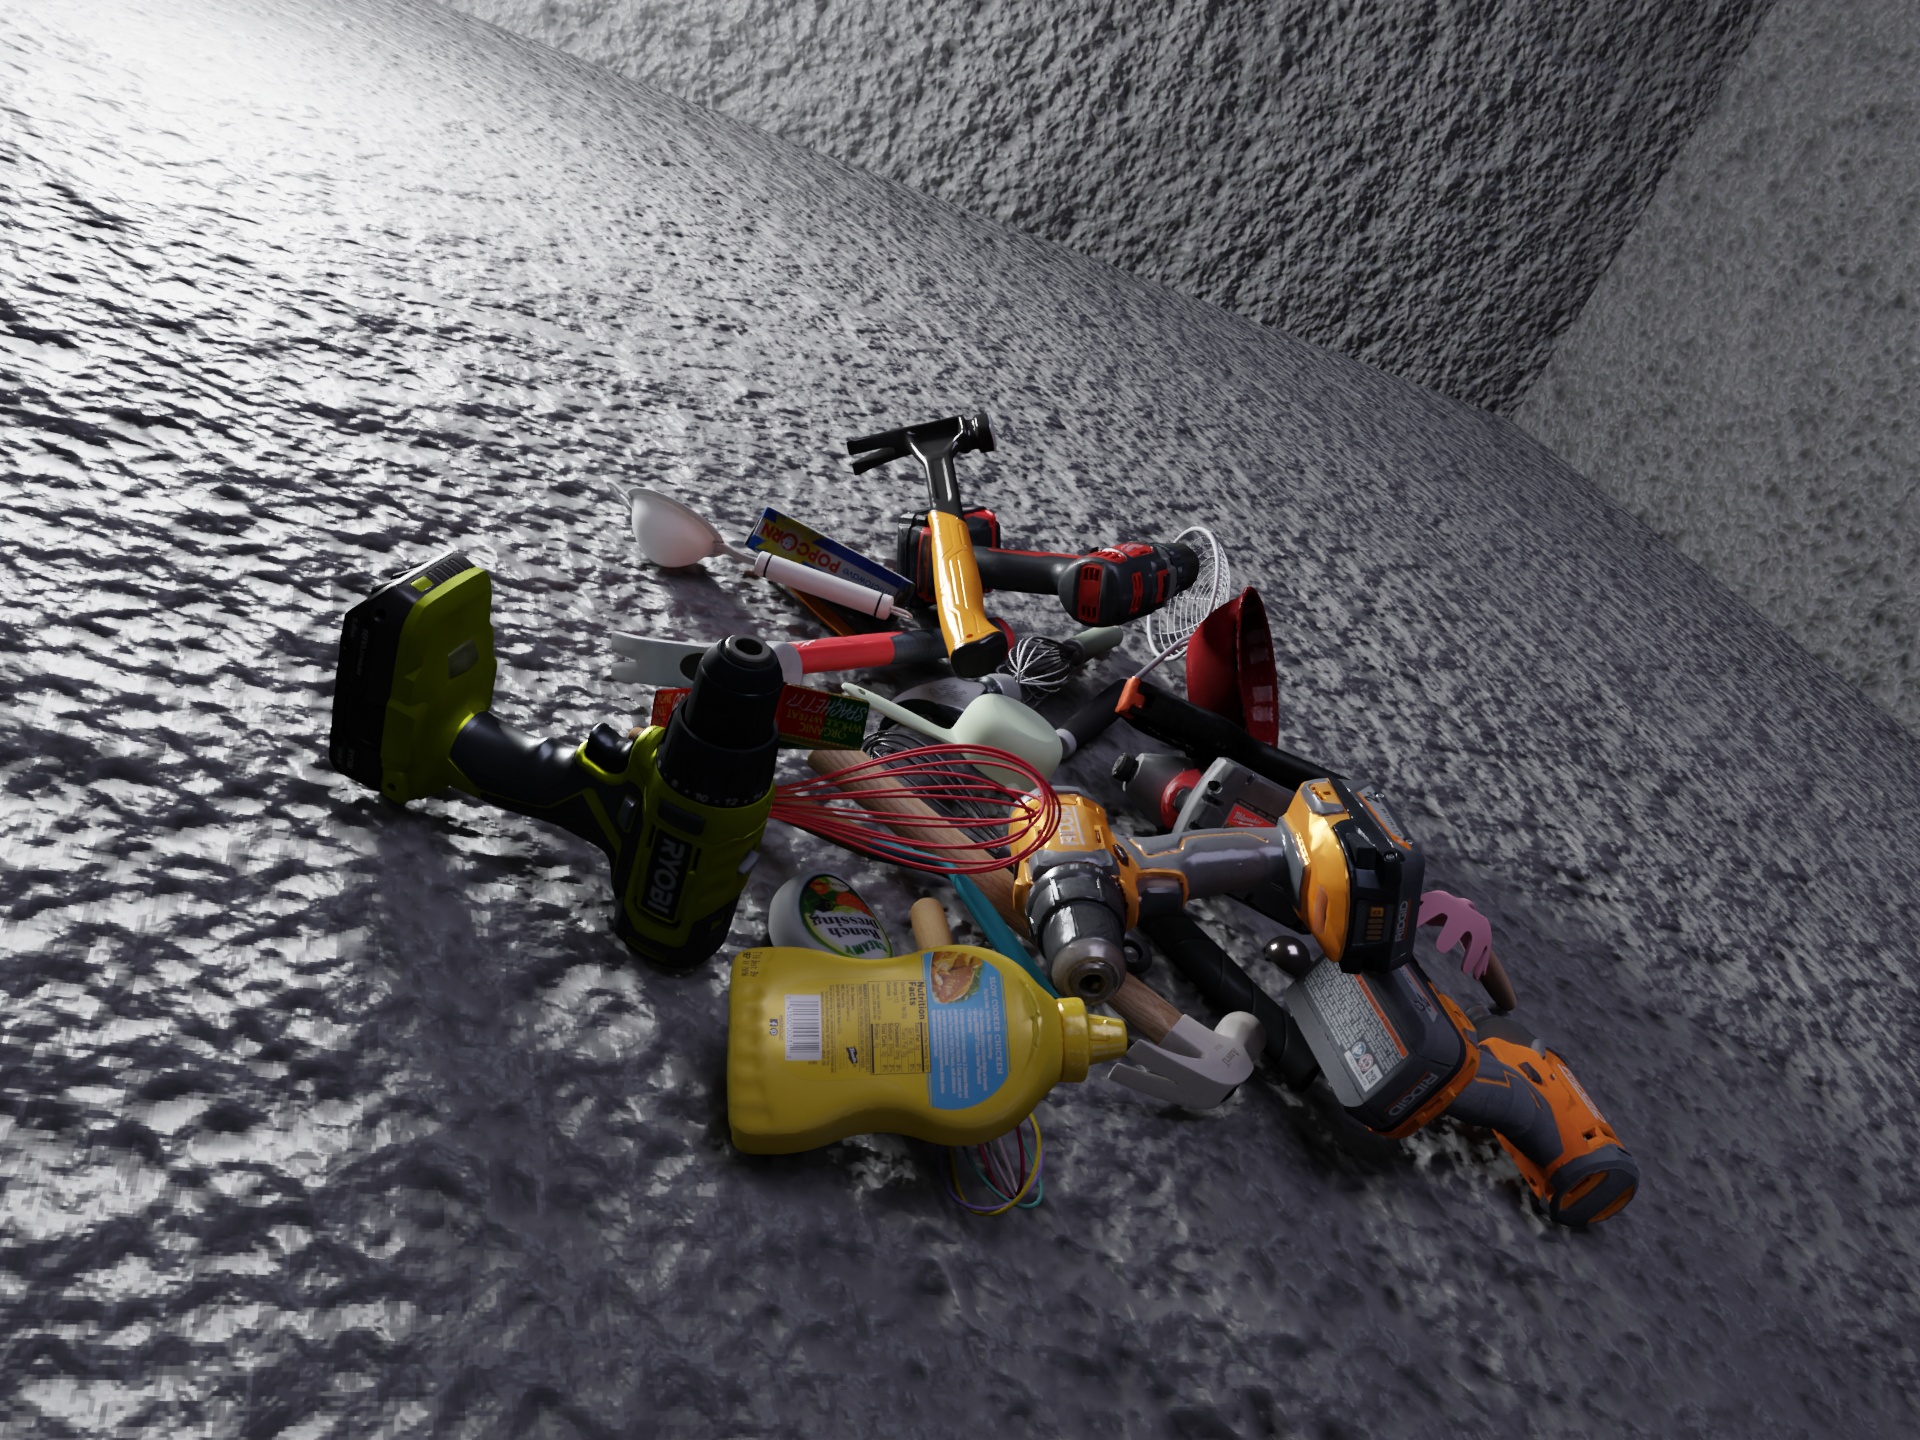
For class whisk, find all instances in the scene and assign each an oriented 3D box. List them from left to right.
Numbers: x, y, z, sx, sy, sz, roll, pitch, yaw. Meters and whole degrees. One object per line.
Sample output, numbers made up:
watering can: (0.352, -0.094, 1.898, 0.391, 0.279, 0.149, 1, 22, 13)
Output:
whisk: (-0.091, 0.045, 0.881, 0.296, 0.073, 0.073, 1, 24, 10)
whisk: (0.004, 0.173, 0.863, 0.051, 0.047, 0.245, 15, 25, -20)
whisk: (0.026, 0.088, 1.035, 0.239, 0.055, 0.055, 37, 28, 10)
whisk: (0.093, -0.055, 1.355, 0.058, 0.059, 0.246, 4, 13, 23)

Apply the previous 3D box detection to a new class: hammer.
hammer: (-0.081, -0.052, 1.171, 0.143, 0.038, 0.386, 6, 8, 29)
hammer: (-0.016, -0.142, 1.245, 0.127, 0.034, 0.337, -11, 39, 1)
hammer: (0.036, 0.116, 0.968, 0.331, 0.031, 0.130, 38, 21, 14)
hammer: (0.098, 0.098, 1.091, 0.149, 0.036, 0.409, -6, 41, -46)

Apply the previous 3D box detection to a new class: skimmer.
skimmer: (0.143, -0.066, 1.371, 0.090, 0.127, 0.363, 38, 38, 12)

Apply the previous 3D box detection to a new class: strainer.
strainer: (-0.158, -0.120, 1.212, 0.258, 0.086, 0.050, 19, 70, 2)

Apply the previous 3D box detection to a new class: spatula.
spatula: (-0.077, 0.074, 0.931, 0.318, 0.044, 0.082, 23, -7, 25)

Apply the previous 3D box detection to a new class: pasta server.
pasta server: (0.344, 0.165, 1.062, 0.060, 0.040, 0.316, 37, -2, 31)

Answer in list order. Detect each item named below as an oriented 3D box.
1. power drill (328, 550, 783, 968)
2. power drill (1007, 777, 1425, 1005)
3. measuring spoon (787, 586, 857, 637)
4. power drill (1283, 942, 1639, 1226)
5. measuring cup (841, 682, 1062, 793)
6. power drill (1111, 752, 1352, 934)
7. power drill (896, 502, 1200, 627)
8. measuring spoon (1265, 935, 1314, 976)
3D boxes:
power drill: (-0.200, 0.006, 0.816, 0.228, 0.190, 0.080, 26, 33, 8)
power drill: (0.143, 0.098, 0.907, 0.226, 0.084, 0.185, 0, 23, -2)
measuring spoon: (-0.118, -0.089, 1.263, 0.117, 0.011, 0.021, 41, 25, 20)
power drill: (0.310, 0.212, 0.996, 0.226, 0.084, 0.164, 30, 21, -29)
measuring cup: (-0.002, -0.003, 1.074, 0.167, 0.038, 0.083, 24, 22, -27)
power drill: (0.184, 0.071, 1.109, 0.143, 0.078, 0.220, 28, 2, -5)
power drill: (0.078, -0.130, 1.337, 0.227, 0.080, 0.188, 11, 18, 29)
measuring spoon: (0.273, 0.177, 1.126, 0.124, 0.018, 0.034, 20, 27, -15)
